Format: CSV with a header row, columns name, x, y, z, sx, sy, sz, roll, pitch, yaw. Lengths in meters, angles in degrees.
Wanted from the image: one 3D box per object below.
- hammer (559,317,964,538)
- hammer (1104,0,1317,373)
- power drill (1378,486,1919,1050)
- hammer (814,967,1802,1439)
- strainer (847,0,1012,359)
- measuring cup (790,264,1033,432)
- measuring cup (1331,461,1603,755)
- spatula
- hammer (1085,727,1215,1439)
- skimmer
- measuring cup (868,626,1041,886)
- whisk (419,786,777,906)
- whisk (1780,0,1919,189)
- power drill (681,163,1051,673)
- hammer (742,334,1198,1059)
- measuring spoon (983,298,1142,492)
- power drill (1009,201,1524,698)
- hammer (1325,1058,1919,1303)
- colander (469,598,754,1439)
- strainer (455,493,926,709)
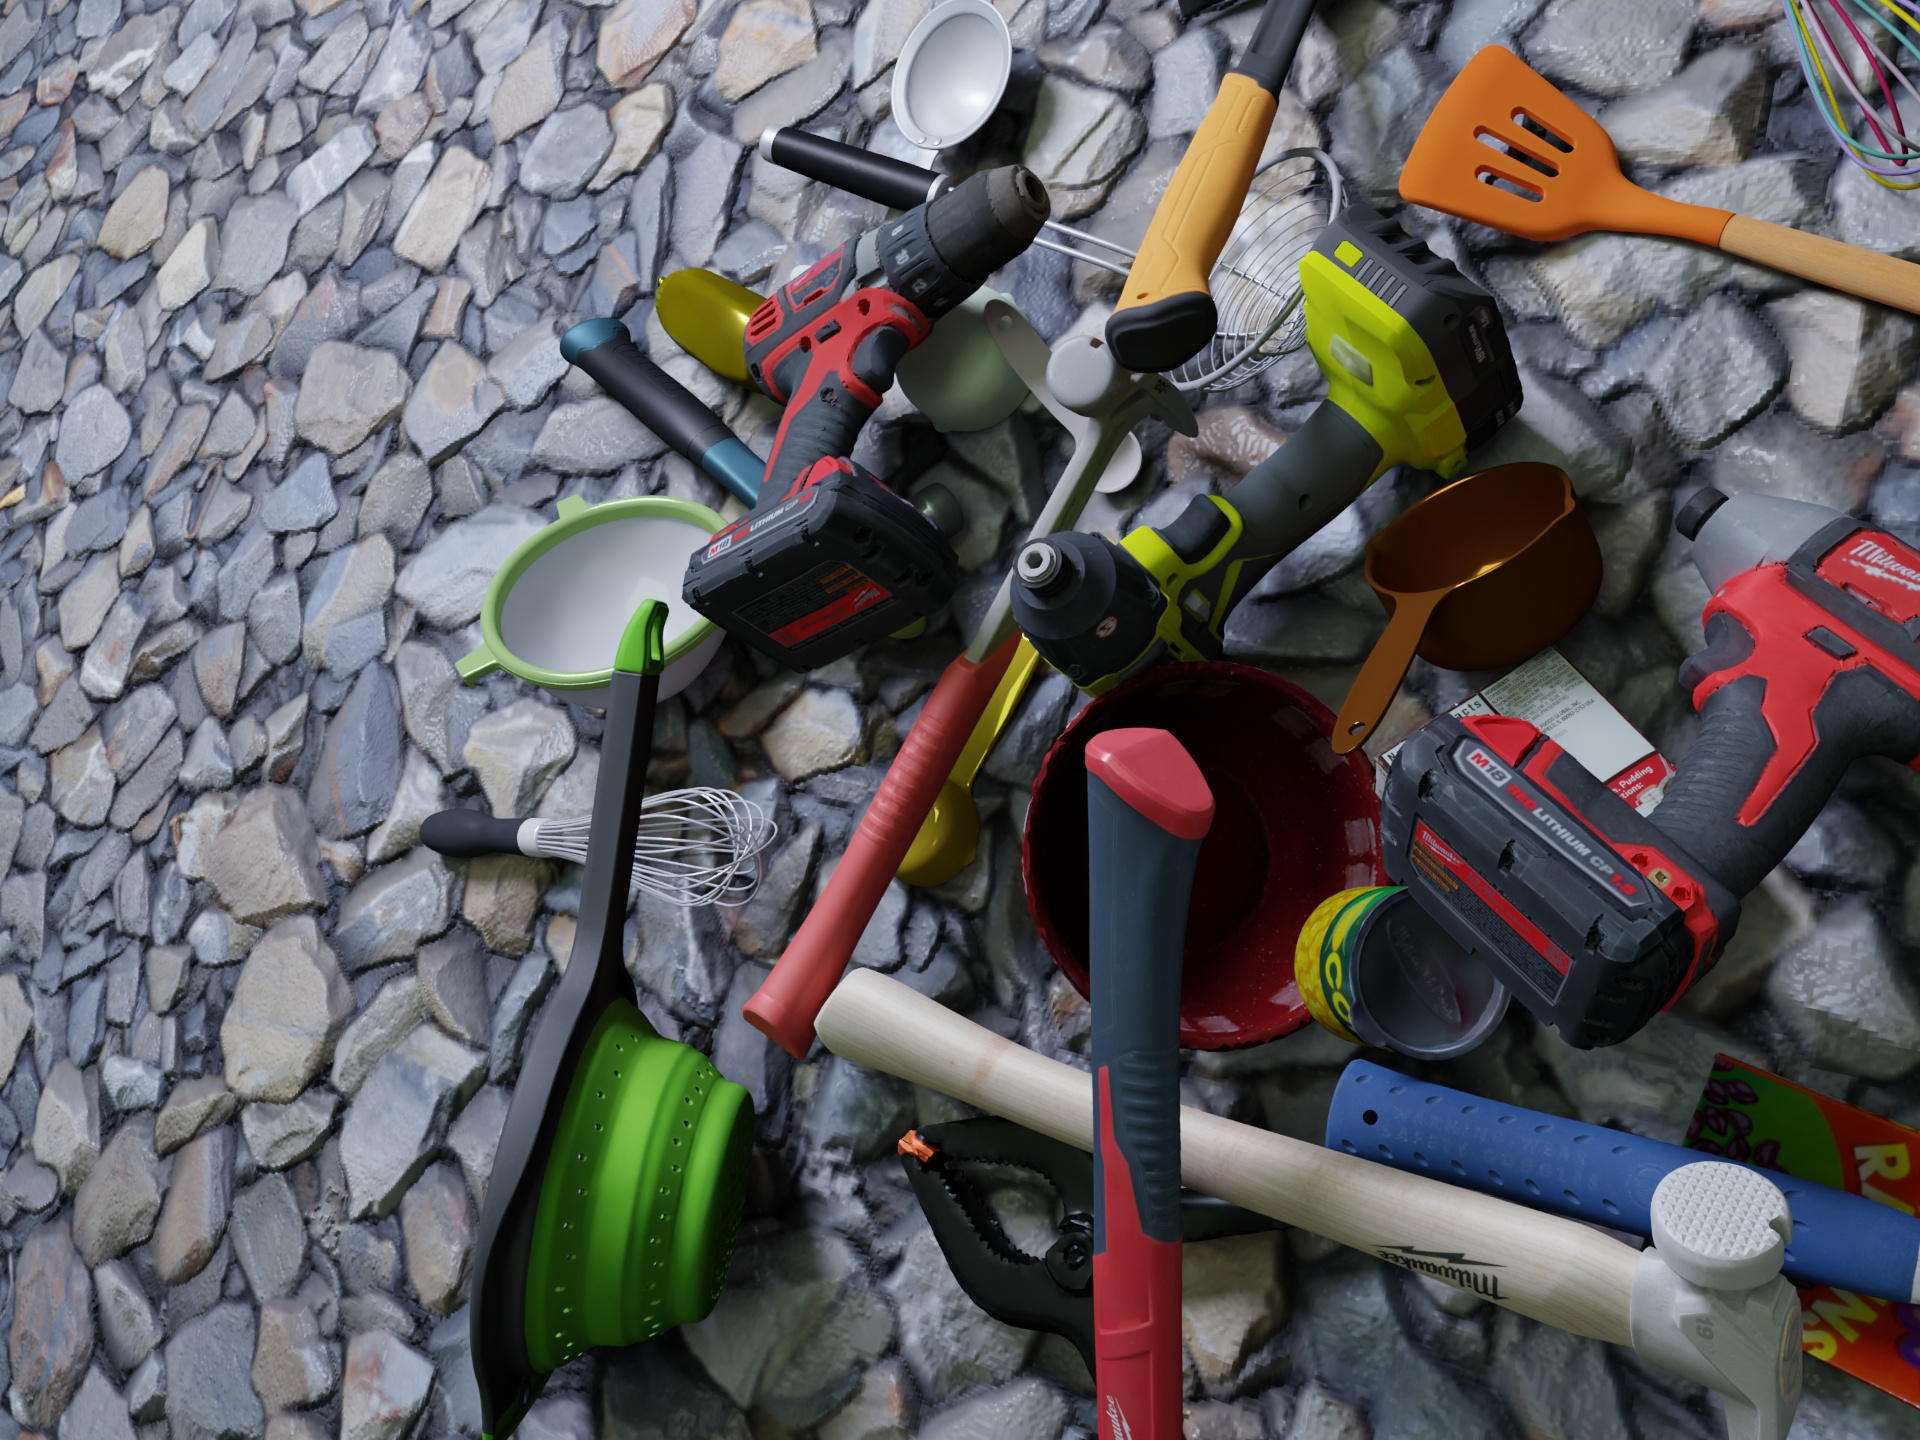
name,x,y,z,sx,sy,sz,roll,pitch,yaw
hammer,-0.143,-0.159,0.920,0.128,0.033,0.331,-34,49,-17
hammer,0.119,-0.272,0.724,0.127,0.034,0.337,1,49,28
power drill,0.265,0.002,0.572,0.219,0.078,0.143,-33,58,-14
hammer,0.101,0.177,0.620,0.411,0.146,0.038,10,40,40
strainer,-0.027,-0.301,0.907,0.087,0.050,0.258,26,96,37
measuring cup,-0.036,-0.218,0.867,0.168,0.038,0.083,31,98,22
measuring cup,0.196,-0.032,0.635,0.095,0.052,0.174,-6,39,49
spatula,0.336,-0.197,0.650,0.323,0.041,0.081,34,93,33
hammer,0.053,0.189,0.593,0.143,0.038,0.386,12,111,41
skimmer,0.027,-0.264,0.808,0.363,0.090,0.127,26,91,25
measuring cup,0.001,0.010,0.797,0.062,0.029,0.156,30,94,35
whisk,-0.218,0.068,0.902,0.285,0.070,0.070,-1,75,36
whisk,0.354,-0.317,0.679,0.051,0.047,0.245,-21,60,12
power drill,-0.040,-0.153,0.763,0.188,0.080,0.227,-23,48,38
hammer,-0.001,-0.002,0.742,0.037,0.149,0.359,32,100,18
measuring spoon,0.051,-0.167,0.812,0.034,0.018,0.124,-39,77,17
power drill,0.123,-0.098,0.674,0.223,0.171,0.080,-45,61,8
hammer,0.316,0.168,0.503,0.406,0.035,0.144,8,80,34
colander,-0.142,0.144,0.760,0.094,0.204,0.397,9,92,2
strainer,-0.138,-0.051,0.890,0.256,0.069,0.152,6,50,16
